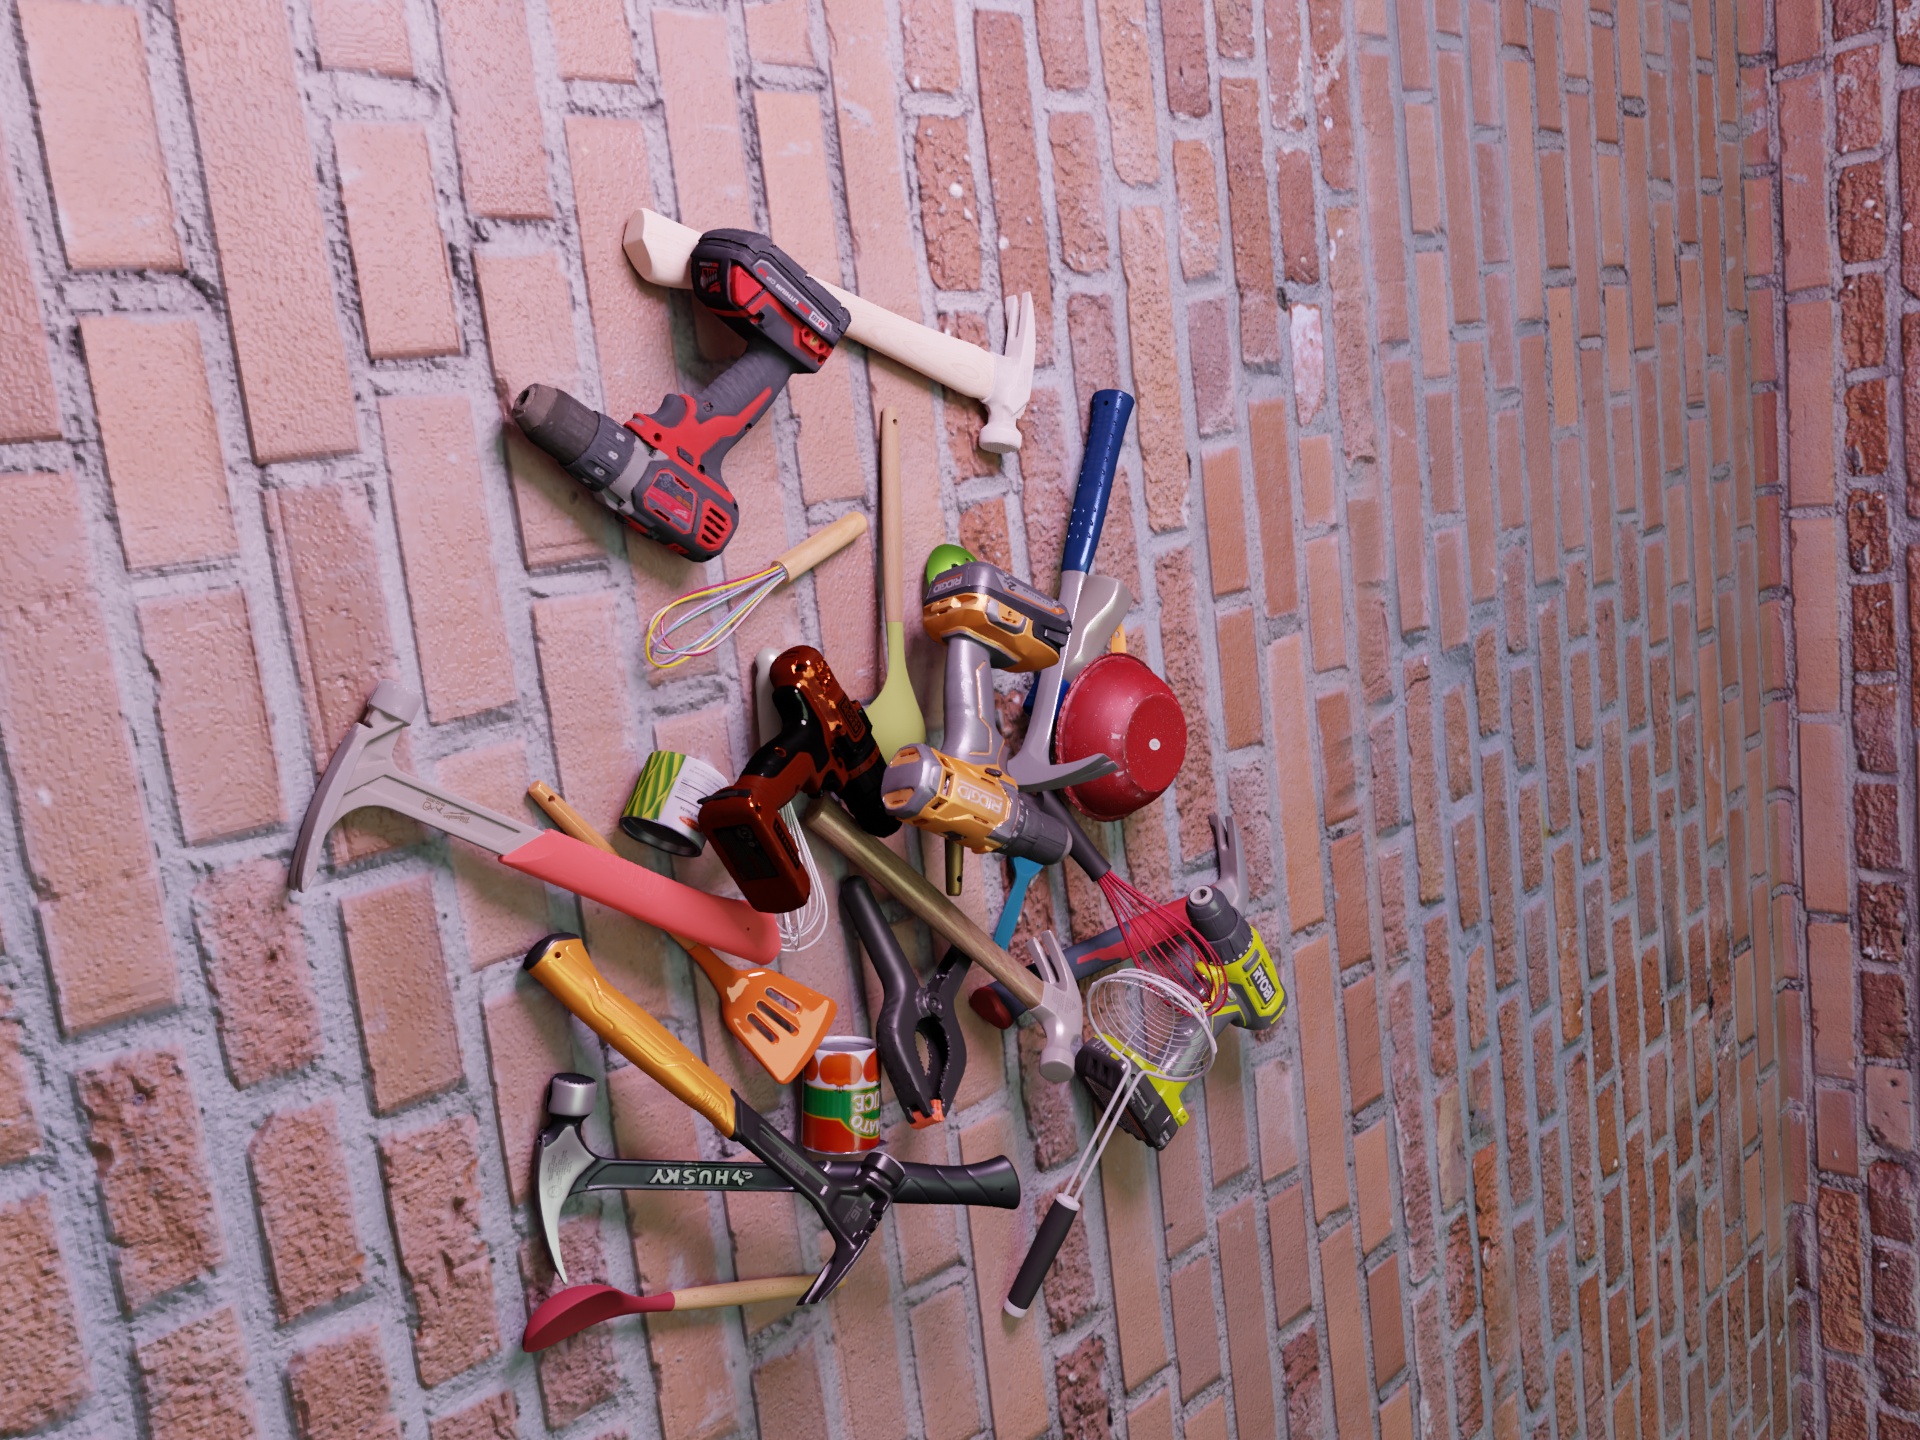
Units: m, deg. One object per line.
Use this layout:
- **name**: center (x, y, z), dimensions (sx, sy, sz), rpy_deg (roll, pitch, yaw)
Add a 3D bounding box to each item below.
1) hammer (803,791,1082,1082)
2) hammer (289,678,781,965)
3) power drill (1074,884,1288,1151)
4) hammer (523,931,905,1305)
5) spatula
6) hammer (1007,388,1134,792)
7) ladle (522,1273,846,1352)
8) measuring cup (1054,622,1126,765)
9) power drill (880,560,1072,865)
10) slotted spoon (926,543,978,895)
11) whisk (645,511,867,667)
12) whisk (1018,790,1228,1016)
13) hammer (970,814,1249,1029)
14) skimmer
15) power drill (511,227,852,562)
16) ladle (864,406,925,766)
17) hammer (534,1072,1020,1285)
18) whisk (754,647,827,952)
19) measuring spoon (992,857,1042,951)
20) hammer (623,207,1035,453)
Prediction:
- **hammer**: center (-0.009, 0.172, 1.377), dimensions (0.331, 0.031, 0.130), rpy_deg (43, 33, -22)
- **hammer**: center (-0.282, 0.111, 1.133), dimensions (0.358, 0.037, 0.149), rpy_deg (30, 73, -33)
- **power drill**: center (0.219, 0.289, 1.570), dimensions (0.228, 0.080, 0.190), rpy_deg (-46, 129, -19)
- **hammer**: center (-0.192, 0.282, 1.173), dimensions (0.336, 0.034, 0.127), rpy_deg (44, 52, -12)
- **spatula**: center (-0.215, 0.156, 1.220), dimensions (0.322, 0.041, 0.081), rpy_deg (52, 60, -30)
- **hammer**: center (0.108, -0.125, 1.466), dimensions (0.035, 0.144, 0.406), rpy_deg (40, 58, -53)
- **ladle**: center (-0.206, 0.453, 1.246), dimensions (0.315, 0.031, 0.069), rpy_deg (14, 126, -46)
- **measuring cup**: center (0.133, -0.009, 1.531), dimensions (0.095, 0.052, 0.173), rpy_deg (3, 88, -43)
- **power drill**: center (0.033, 0.003, 1.334), dimensions (0.185, 0.084, 0.226), rpy_deg (26, 64, -35)
- **slotted spoon**: center (-0.002, -0.004, 1.386), dimensions (0.070, 0.031, 0.314), rpy_deg (9, 77, -40)
- **whisk**: center (-0.158, -0.111, 1.261), dimensions (0.245, 0.051, 0.047), rpy_deg (-39, 111, -38)
- **whisk**: center (0.145, 0.157, 1.479), dimensions (0.296, 0.073, 0.073), rpy_deg (50, 56, 0)
- **hammer**: center (0.157, 0.205, 1.571), dimensions (0.386, 0.038, 0.143), rpy_deg (-15, 101, -42)
- **skimmer**: center (0.116, 0.393, 1.448), dimensions (0.363, 0.127, 0.090), rpy_deg (-65, 163, 7)
- **power drill**: center (-0.204, -0.250, 1.168), dimensions (0.187, 0.080, 0.227), rpy_deg (35, 83, -39)
- **ladle**: center (-0.066, -0.108, 1.355), dimensions (0.078, 0.062, 0.320), rpy_deg (4, 82, -46)
- **hammer**: center (-0.131, 0.363, 1.244), dimensions (0.408, 0.036, 0.149), rpy_deg (11, 88, -27)
- **whisk**: center (-0.144, 0.064, 1.280), dimensions (0.059, 0.058, 0.246), rpy_deg (-5, 91, -7)
- **measuring spoon**: center (0.045, 0.164, 1.484), dimensions (0.042, 0.021, 0.128), rpy_deg (21, 87, -41)
- **hammer**: center (-0.092, -0.344, 1.316), dimensions (0.410, 0.038, 0.146), rpy_deg (12, 83, -42)
